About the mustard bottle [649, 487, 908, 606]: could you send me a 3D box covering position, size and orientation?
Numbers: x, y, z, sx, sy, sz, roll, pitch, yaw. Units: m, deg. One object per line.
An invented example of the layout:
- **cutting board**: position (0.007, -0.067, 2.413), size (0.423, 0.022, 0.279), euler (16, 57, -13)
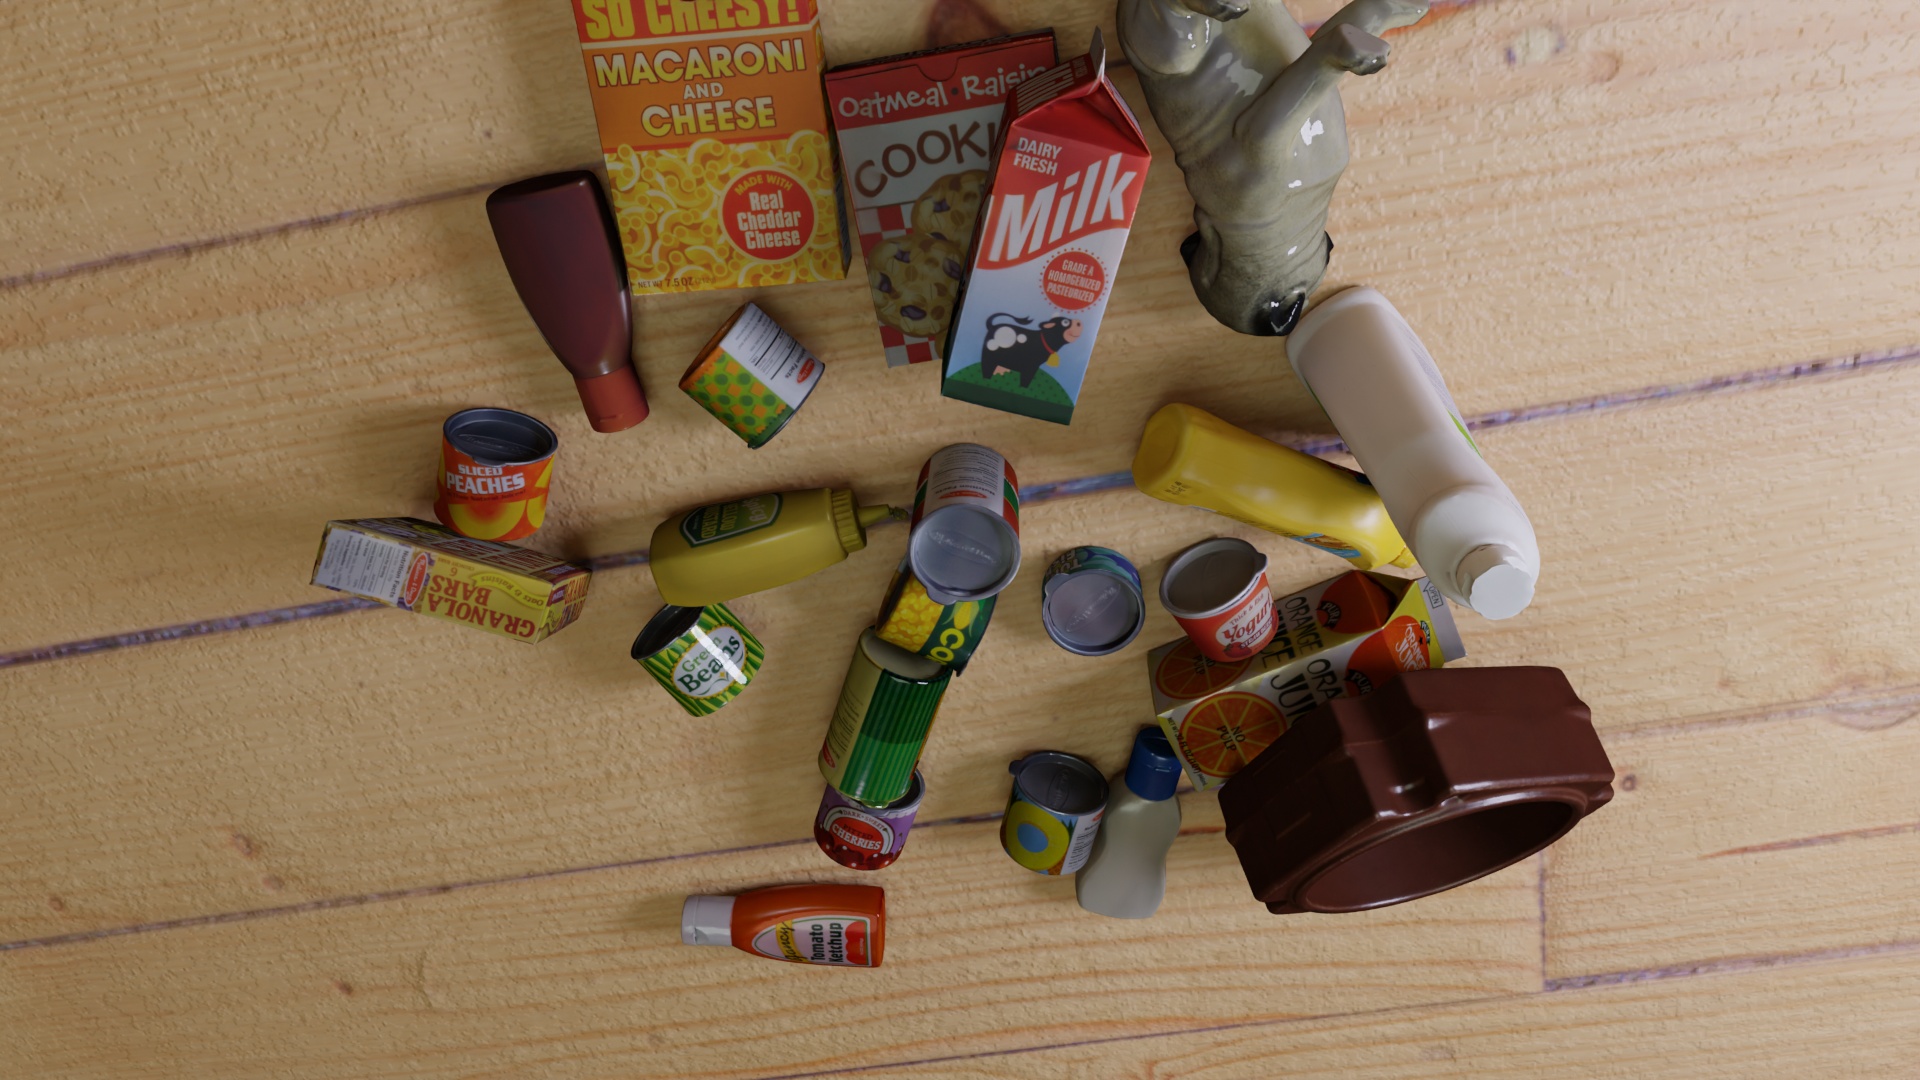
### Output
- **mustard bottle**: position (-0.111, -0.003, 0.866), size (0.160, 0.065, 0.048), euler (-14, 123, 3)

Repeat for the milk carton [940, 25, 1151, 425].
- **milk carton**: position (0.046, -0.164, 0.717), size (0.073, 0.073, 0.189), euler (12, 119, -6)

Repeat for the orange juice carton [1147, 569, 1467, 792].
- **orange juice carton**: position (0.224, 0.084, 0.895), size (0.192, 0.073, 0.071), euler (-24, 116, 14)

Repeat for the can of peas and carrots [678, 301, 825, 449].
- **can of peas and carrots**: position (-0.124, -0.095, 0.811), size (0.058, 0.071, 0.070), euler (40, 113, -18)

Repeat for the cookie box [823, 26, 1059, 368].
- **cookie box**: position (0.004, -0.187, 0.770), size (0.123, 0.040, 0.166), euler (-8, 118, 6)

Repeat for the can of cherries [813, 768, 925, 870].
- **can of cherries**: position (-0.065, 0.187, 0.962), size (0.071, 0.072, 0.058), euler (16, 119, -7)

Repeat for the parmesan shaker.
- **parmesan shaker**: position (-0.049, 0.116, 0.922), size (0.071, 0.071, 0.102), euler (17, 118, -7)

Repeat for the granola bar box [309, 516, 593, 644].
- **granola bar box**: position (-0.294, 0.020, 0.827), size (0.124, 0.165, 0.039), euler (17, 89, -8)

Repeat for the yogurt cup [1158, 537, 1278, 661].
- **yogurt cup**: position (0.166, 0.040, 0.879), size (0.072, 0.073, 0.053), euler (-24, 124, 14)

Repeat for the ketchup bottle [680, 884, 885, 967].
- **ketchup bottle**: position (-0.131, 0.285, 1.035), size (0.149, 0.044, 0.064), euler (2, 119, 1)

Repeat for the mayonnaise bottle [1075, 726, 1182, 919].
- **mayonnaise bottle**: position (0.125, 0.201, 0.982), size (0.065, 0.041, 0.147), euler (9, 118, -5)

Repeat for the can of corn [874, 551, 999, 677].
- **can of corn**: position (-0.016, 0.044, 0.882), size (0.058, 0.071, 0.071), euler (24, 117, -10)

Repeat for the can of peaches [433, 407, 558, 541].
- **can of peaches**: position (-0.284, -0.039, 0.844), size (0.071, 0.071, 0.057), euler (16, 119, -7)

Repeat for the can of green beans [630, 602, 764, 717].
- **can of green beans**: position (-0.170, 0.072, 0.905), size (0.071, 0.071, 0.057), euler (-32, 114, 18)

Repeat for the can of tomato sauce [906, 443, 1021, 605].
- **can of tomato sauce**: position (0.003, -0.011, 0.844), size (0.071, 0.083, 0.070), euler (1, 119, 2)

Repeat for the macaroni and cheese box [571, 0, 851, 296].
- **macaroni and cheese box**: position (-0.131, -0.222, 0.756), size (0.124, 0.040, 0.165), euler (-4, 119, 3)

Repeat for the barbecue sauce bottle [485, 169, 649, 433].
- **barbecue sauce bottle**: position (-0.220, -0.135, 0.805), size (0.065, 0.044, 0.147), euler (-9, 119, 7)

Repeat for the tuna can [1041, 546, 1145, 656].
- **tuna can**: position (0.083, 0.037, 0.897), size (0.071, 0.033, 0.070), euler (1, 119, 1)

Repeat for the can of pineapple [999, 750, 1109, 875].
- **can of pineapple**: position (0.063, 0.188, 0.963), size (0.071, 0.071, 0.057), euler (11, 119, -4)
